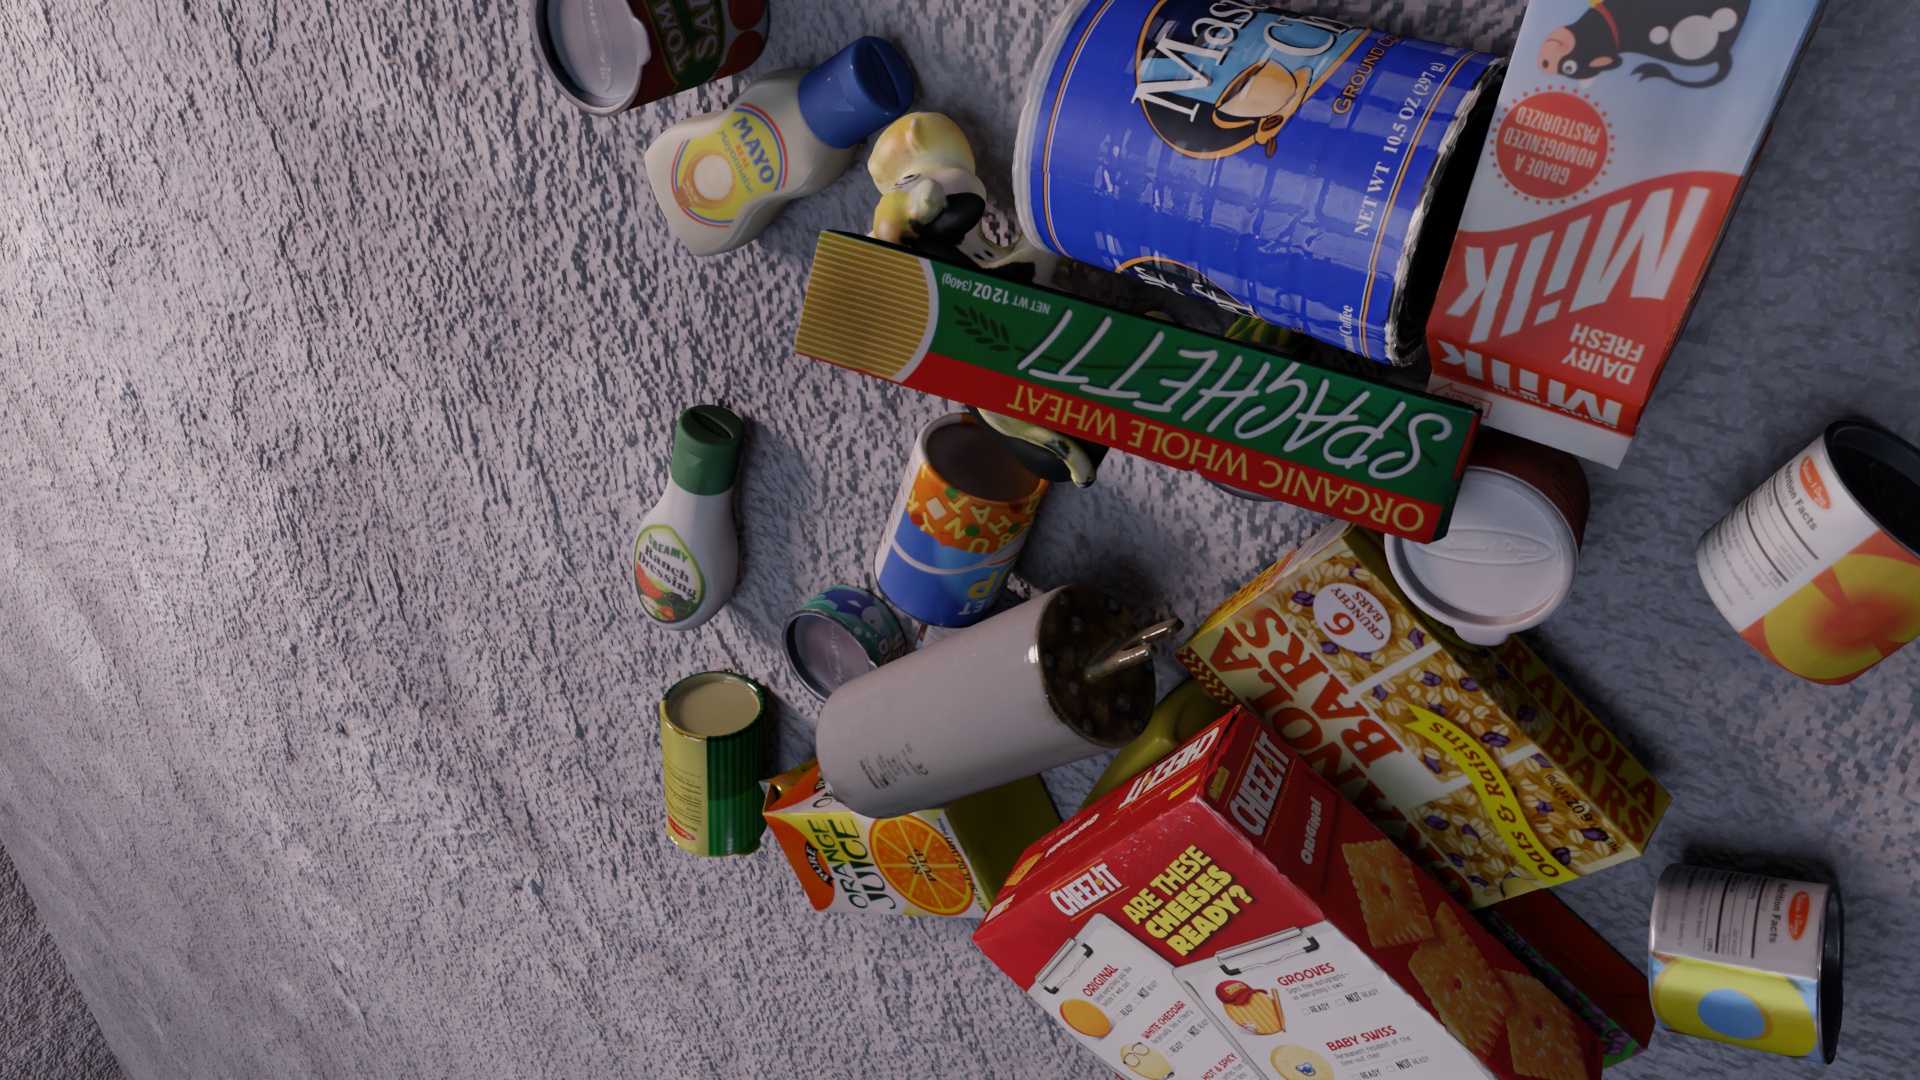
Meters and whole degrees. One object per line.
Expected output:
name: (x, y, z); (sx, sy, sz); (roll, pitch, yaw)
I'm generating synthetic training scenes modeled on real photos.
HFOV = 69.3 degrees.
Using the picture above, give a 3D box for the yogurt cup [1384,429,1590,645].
yogurt cup: (0.199, -0.007, 0.517); (0.072, 0.054, 0.072); (19, 127, 28)

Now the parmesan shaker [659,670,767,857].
parmesan shaker: (-0.153, 0.143, 0.881); (0.071, 0.072, 0.102); (25, 129, 24)

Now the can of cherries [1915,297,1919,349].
can of cherries: (0.309, -0.070, 0.388); (0.071, 0.059, 0.071); (19, 127, 27)

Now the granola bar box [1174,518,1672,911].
granola bar box: (0.185, 0.076, 0.581); (0.165, 0.039, 0.123); (47, 144, 4)

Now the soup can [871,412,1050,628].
soup can: (0.002, -0.008, 0.663); (0.071, 0.072, 0.083); (36, 133, 15)

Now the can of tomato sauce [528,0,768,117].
can of tomato sauce: (-0.135, -0.231, 0.615); (0.071, 0.083, 0.070); (19, 128, 28)

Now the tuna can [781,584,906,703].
tuna can: (-0.063, 0.060, 0.782); (0.071, 0.033, 0.070); (20, 128, 28)

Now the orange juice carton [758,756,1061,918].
orange juice carton: (-0.042, 0.165, 0.804); (0.192, 0.073, 0.071); (-12, 109, 42)

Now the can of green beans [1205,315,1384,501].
can of green beans: (0.124, -0.057, 0.541); (0.071, 0.058, 0.071); (20, 127, 28)

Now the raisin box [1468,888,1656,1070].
raisin box: (0.239, 0.211, 0.637); (0.086, 0.040, 0.122); (42, 133, 7)

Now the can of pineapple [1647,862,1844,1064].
can of pineapple: (0.304, 0.163, 0.535); (0.058, 0.071, 0.070); (0, 117, 38)

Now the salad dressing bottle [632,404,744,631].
salad dressing bottle: (-0.154, -0.012, 0.799); (0.064, 0.044, 0.146); (34, 133, 15)

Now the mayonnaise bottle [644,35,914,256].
mayonnaise bottle: (-0.084, -0.182, 0.636); (0.147, 0.041, 0.064); (-16, 105, 44)

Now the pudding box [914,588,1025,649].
pudding box: (0.021, 0.055, 0.714); (0.084, 0.030, 0.049); (34, 132, 17)

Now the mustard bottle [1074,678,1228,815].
mustard bottle: (0.089, 0.132, 0.689); (0.049, 0.066, 0.159); (34, 138, 8)

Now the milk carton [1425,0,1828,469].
milk carton: (0.204, -0.113, 0.432); (0.072, 0.074, 0.189); (24, 130, 24)

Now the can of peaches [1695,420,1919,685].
can of peaches: (0.287, 0.006, 0.449); (0.071, 0.071, 0.057); (41, 134, 10)

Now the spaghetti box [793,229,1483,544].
spaghetti box: (0.058, -0.059, 0.505); (0.250, 0.029, 0.050); (19, 104, 17)
